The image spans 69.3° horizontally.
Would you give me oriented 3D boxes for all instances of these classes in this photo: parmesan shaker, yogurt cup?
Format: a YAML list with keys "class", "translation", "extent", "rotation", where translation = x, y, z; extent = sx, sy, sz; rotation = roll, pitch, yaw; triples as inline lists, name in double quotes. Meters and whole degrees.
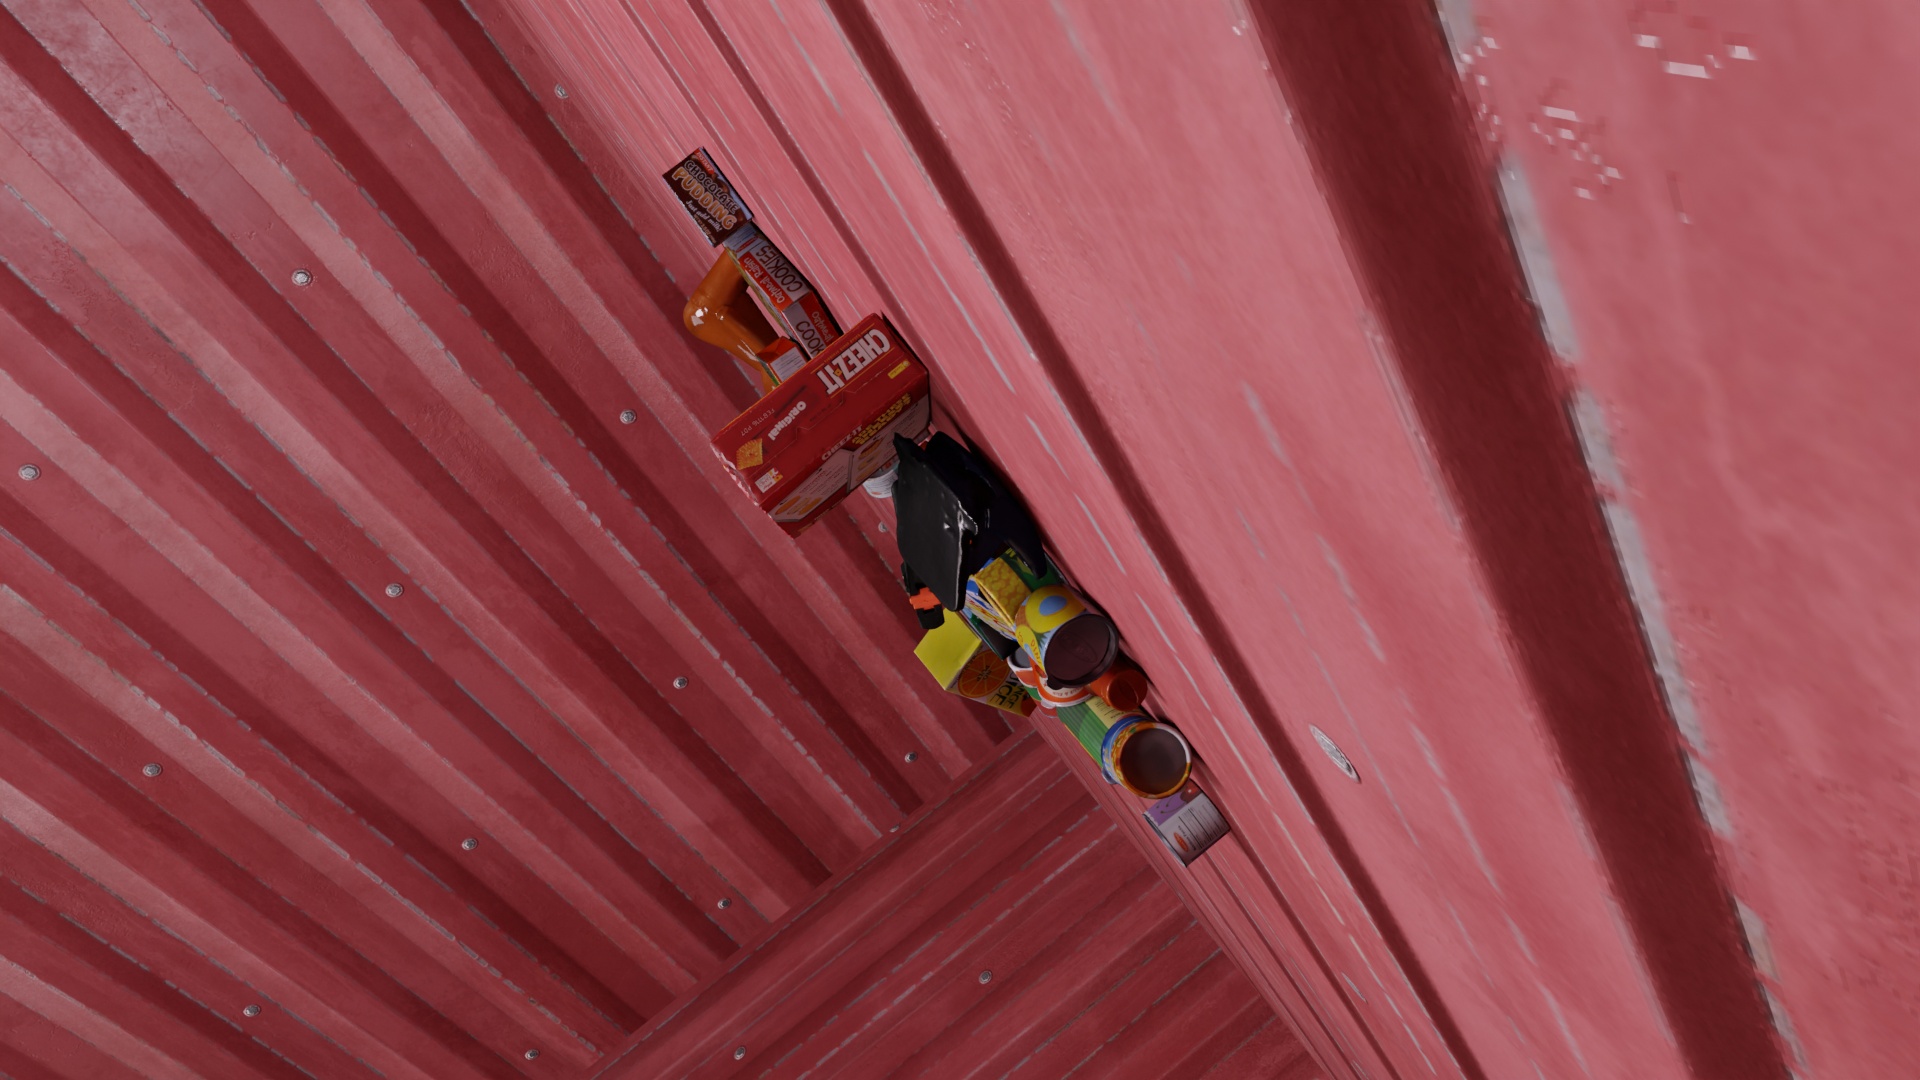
- class: "parmesan shaker"
  translation: [0.144, 0.176, 1.320]
  extent: [0.071, 0.071, 0.103]
  rotation: [55, 175, -33]
- class: "yogurt cup"
  translation: [0.098, 0.116, 1.320]
  extent: [0.072, 0.072, 0.053]
  rotation: [46, 164, 56]

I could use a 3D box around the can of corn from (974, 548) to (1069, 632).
- class: "can of corn"
  translation: [0.052, 0.037, 1.178]
  extent: [0.071, 0.058, 0.071]
  rotation: [52, 175, 6]

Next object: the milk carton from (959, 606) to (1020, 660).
- class: "milk carton"
  translation: [0.013, 0.037, 1.507]
  extent: [0.191, 0.072, 0.073]
  rotation: [48, 174, 46]

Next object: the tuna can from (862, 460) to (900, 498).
- class: "tuna can"
  translation: [-0.088, -0.087, 1.629]
  extent: [0.071, 0.071, 0.032]
  rotation: [48, 172, 46]

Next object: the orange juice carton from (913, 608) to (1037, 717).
- class: "orange juice carton"
  translation: [0.046, 0.143, 1.588]
  extent: [0.192, 0.071, 0.073]
  rotation: [24, -164, -44]

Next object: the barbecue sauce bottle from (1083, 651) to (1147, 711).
- class: "barbecue sauce bottle"
  translation: [0.113, 0.104, 1.185]
  extent: [0.064, 0.044, 0.149]
  rotation: [54, 175, -22]

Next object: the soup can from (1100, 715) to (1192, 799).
- class: "soup can"
  translation: [0.159, 0.190, 1.209]
  extent: [0.071, 0.071, 0.083]
  rotation: [52, 175, 1]

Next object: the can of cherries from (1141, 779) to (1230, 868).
- class: "can of cherries"
  translation: [0.219, 0.274, 1.353]
  extent: [0.071, 0.058, 0.071]
  rotation: [51, 176, 6]

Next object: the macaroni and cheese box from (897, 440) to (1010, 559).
- class: "macaroni and cheese box"
  translation: [0.005, -0.017, 1.358]
  extent: [0.124, 0.040, 0.166]
  rotation: [49, 175, 19]

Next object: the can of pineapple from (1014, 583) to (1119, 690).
- class: "can of pineapple"
  translation: [0.082, 0.076, 1.103]
  extent: [0.070, 0.071, 0.058]
  rotation: [55, 175, -34]

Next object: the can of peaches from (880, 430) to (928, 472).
- class: "can of peaches"
  translation: [-0.072, -0.109, 1.306]
  extent: [0.071, 0.058, 0.071]
  rotation: [52, 176, 5]

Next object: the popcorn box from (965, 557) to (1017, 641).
- class: "popcorn box"
  translation: [0.038, 0.055, 1.274]
  extent: [0.126, 0.038, 0.085]
  rotation: [38, 166, -36]

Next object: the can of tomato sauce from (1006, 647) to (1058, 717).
- class: "can of tomato sauce"
  translation: [0.098, 0.143, 1.519]
  extent: [0.082, 0.071, 0.071]
  rotation: [56, 174, -35]

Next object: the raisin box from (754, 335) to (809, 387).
- class: "raisin box"
  translation: [-0.156, -0.147, 1.427]
  extent: [0.123, 0.040, 0.086]
  rotation: [57, 173, -20]

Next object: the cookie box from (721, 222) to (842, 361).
- class: "cookie box"
  translation: [-0.175, -0.244, 1.412]
  extent: [0.168, 0.040, 0.122]
  rotation: [50, 175, 39]

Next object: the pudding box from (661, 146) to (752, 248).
- class: "pudding box"
  translation: [-0.247, -0.335, 1.357]
  extent: [0.083, 0.050, 0.030]
  rotation: [54, 177, -11]
